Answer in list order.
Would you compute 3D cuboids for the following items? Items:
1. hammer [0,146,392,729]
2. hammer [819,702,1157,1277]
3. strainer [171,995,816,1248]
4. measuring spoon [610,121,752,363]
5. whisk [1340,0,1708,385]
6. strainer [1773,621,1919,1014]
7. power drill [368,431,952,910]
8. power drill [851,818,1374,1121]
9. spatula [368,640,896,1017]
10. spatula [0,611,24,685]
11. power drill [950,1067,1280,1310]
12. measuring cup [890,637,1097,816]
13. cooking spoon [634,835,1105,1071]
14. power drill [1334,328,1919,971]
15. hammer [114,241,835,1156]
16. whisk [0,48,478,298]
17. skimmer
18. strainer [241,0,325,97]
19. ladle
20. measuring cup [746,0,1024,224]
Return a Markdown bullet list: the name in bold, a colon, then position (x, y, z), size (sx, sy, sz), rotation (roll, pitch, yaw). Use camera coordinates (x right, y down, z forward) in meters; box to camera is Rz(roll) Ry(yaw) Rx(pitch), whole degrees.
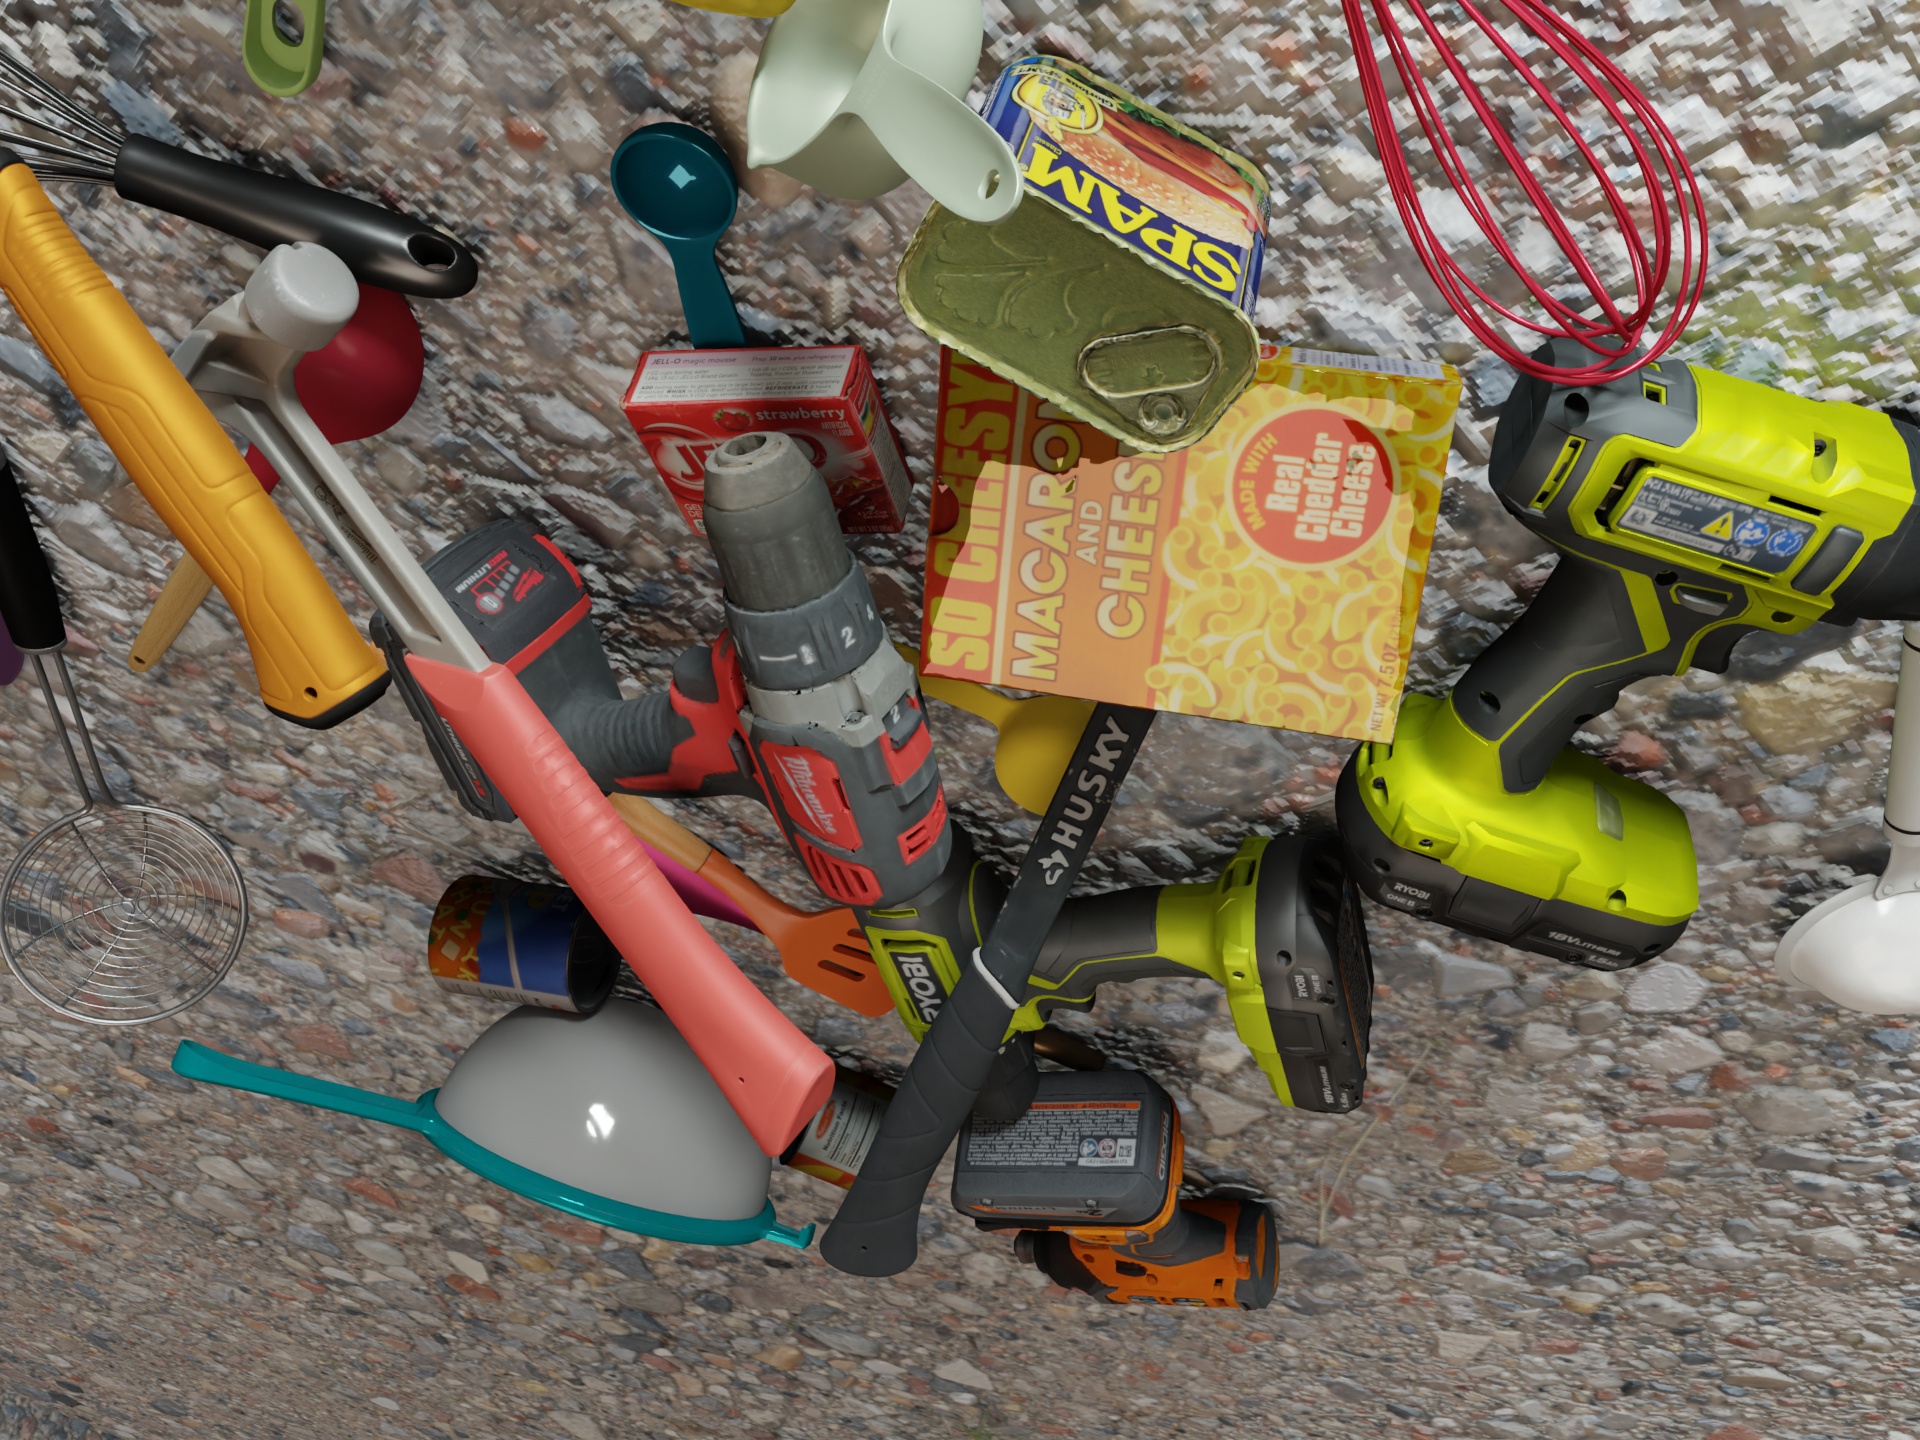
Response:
- **hammer**: position (-0.287, -0.146, 0.512), size (0.127, 0.034, 0.336), rotation (-24, 107, 18)
- **hammer**: position (0.018, 0.092, 0.668), size (0.149, 0.036, 0.408), rotation (24, 118, 1)
- **strainer**: position (-0.238, 0.188, 0.863), size (0.340, 0.095, 0.211), rotation (25, 173, -34)
- **measuring spoon**: position (-0.086, -0.155, 0.553), size (0.042, 0.021, 0.128), rotation (6, 147, 11)
- **whisk**: position (0.103, -0.204, 0.405), size (0.073, 0.073, 0.295), rotation (-25, 117, 38)
- **strainer**: position (0.362, 0.046, 0.607), size (0.087, 0.050, 0.258), rotation (-14, 129, 9)
- **power drill**: position (-0.117, -0.025, 0.608), size (0.227, 0.080, 0.187), rotation (9, 131, 31)
- **power drill**: position (0.073, 0.128, 0.755), size (0.228, 0.080, 0.190), rotation (-3, 130, 23)
- **spatula**: position (-0.145, 0.051, 0.783), size (0.322, 0.041, 0.081), rotation (36, 115, -13)
- **spatula**: position (-0.469, -0.112, 0.719), size (0.059, 0.018, 0.315), rotation (21, 140, -6)
- **power drill**: position (0.077, 0.280, 0.916), size (0.164, 0.084, 0.226), rotation (-7, 143, 25)
- **measuring cup**: position (-0.001, -0.002, 0.677), size (0.156, 0.029, 0.062), rotation (25, 138, -12)
- **cooking spoon**: position (-0.064, 0.123, 0.845), size (0.318, 0.017, 0.068), rotation (25, 135, -10)
- **power drill**: position (0.239, -0.013, 0.554), size (0.171, 0.080, 0.223), rotation (17, 136, 1)
- **hammer**: position (-0.169, 0.013, 0.588), size (0.149, 0.037, 0.359), rotation (-29, 99, 40)
- **whisk**: position (-0.285, -0.194, 0.552), size (0.239, 0.055, 0.055), rotation (17, 139, -8)
- **skimmer**: position (-0.451, 0.022, 0.808), size (0.127, 0.090, 0.363), rotation (-9, 141, -21)
- **strainer**: position (-0.184, -0.267, 0.415), size (0.151, 0.069, 0.256), rotation (23, 137, -8)
- **ladle**: position (-0.315, -0.091, 0.688), size (0.069, 0.031, 0.315), rotation (36, 137, -21)
- **measuring cup**: position (-0.008, -0.159, 0.417), size (0.038, 0.168, 0.083), rotation (17, 117, -37)
